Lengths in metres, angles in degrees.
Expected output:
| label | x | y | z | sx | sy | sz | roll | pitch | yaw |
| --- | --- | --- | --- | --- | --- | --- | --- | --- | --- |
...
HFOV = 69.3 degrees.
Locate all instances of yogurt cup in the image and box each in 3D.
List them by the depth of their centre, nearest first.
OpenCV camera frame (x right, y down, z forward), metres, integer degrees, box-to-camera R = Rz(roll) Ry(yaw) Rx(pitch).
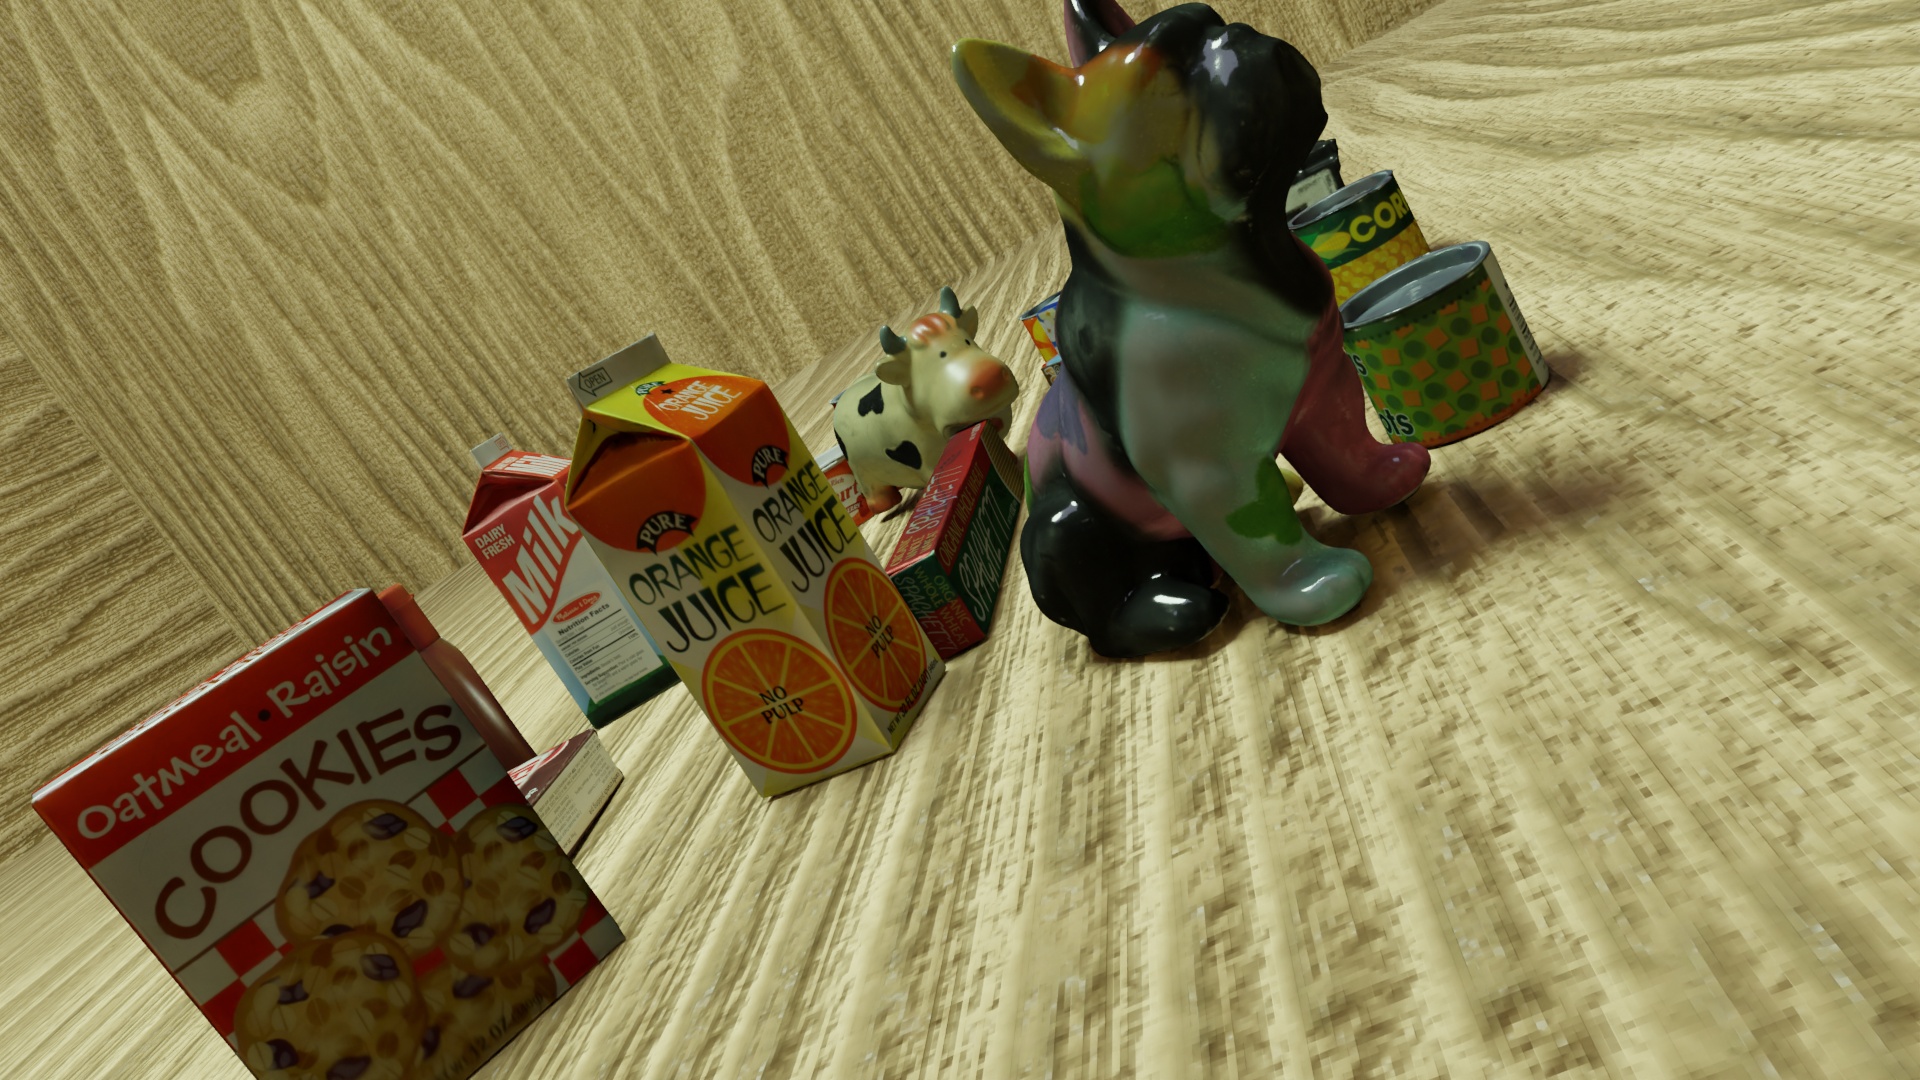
| label | x | y | z | sx | sy | sz | roll | pitch | yaw |
| --- | --- | --- | --- | --- | --- | --- | --- | --- | --- |
| yogurt cup | -0.092 | -0.037 | 1.042 | 0.072 | 0.054 | 0.072 | -29 | 13 | 8 |

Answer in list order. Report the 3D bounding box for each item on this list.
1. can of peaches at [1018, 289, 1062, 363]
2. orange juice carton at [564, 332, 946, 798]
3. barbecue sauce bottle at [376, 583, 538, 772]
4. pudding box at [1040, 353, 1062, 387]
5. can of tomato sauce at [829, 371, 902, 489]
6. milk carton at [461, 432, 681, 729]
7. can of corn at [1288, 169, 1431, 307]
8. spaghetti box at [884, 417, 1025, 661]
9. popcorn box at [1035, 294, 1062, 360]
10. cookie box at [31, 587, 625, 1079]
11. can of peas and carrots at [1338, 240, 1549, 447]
| label | x | y | z | sx | sy | sz | roll | pitch | yaw |
| --- | --- | --- | --- | --- | --- | --- | --- | --- | --- |
| can of peaches | 0.089 | -0.169 | 1.115 | 0.071 | 0.058 | 0.071 | -30 | 13 | 8 |
| orange juice carton | -0.093 | 0.004 | 0.582 | 0.073 | 0.192 | 0.072 | -25 | 14 | 27 |
| barbecue sauce bottle | -0.288 | 0.094 | 0.784 | 0.044 | 0.148 | 0.064 | -41 | 16 | -36 |
| pudding box | 0.097 | -0.117 | 0.925 | 0.084 | 0.049 | 0.030 | -40 | 15 | -34 |
| can of tomato sauce | -0.052 | -0.089 | 1.081 | 0.071 | 0.083 | 0.071 | -30 | 13 | 8 |
| milk carton | -0.251 | 0.017 | 0.896 | 0.073 | 0.190 | 0.072 | -31 | 13 | 4 |
| can of corn | 0.235 | -0.174 | 0.809 | 0.071 | 0.058 | 0.071 | -30 | 13 | 8 |
| spaghetti box | 0.003 | -0.009 | 0.735 | 0.028 | 0.050 | 0.251 | -28 | 13 | 15 |
| popcorn box | 0.114 | -0.124 | 0.834 | 0.038 | 0.085 | 0.126 | -40 | 15 | -33 |
| cookie box | -0.221 | 0.119 | 0.500 | 0.123 | 0.167 | 0.040 | -39 | 15 | -32 |
| can of peas and carrots | 0.187 | -0.076 | 0.550 | 0.071 | 0.058 | 0.071 | -30 | 13 | 8 |
